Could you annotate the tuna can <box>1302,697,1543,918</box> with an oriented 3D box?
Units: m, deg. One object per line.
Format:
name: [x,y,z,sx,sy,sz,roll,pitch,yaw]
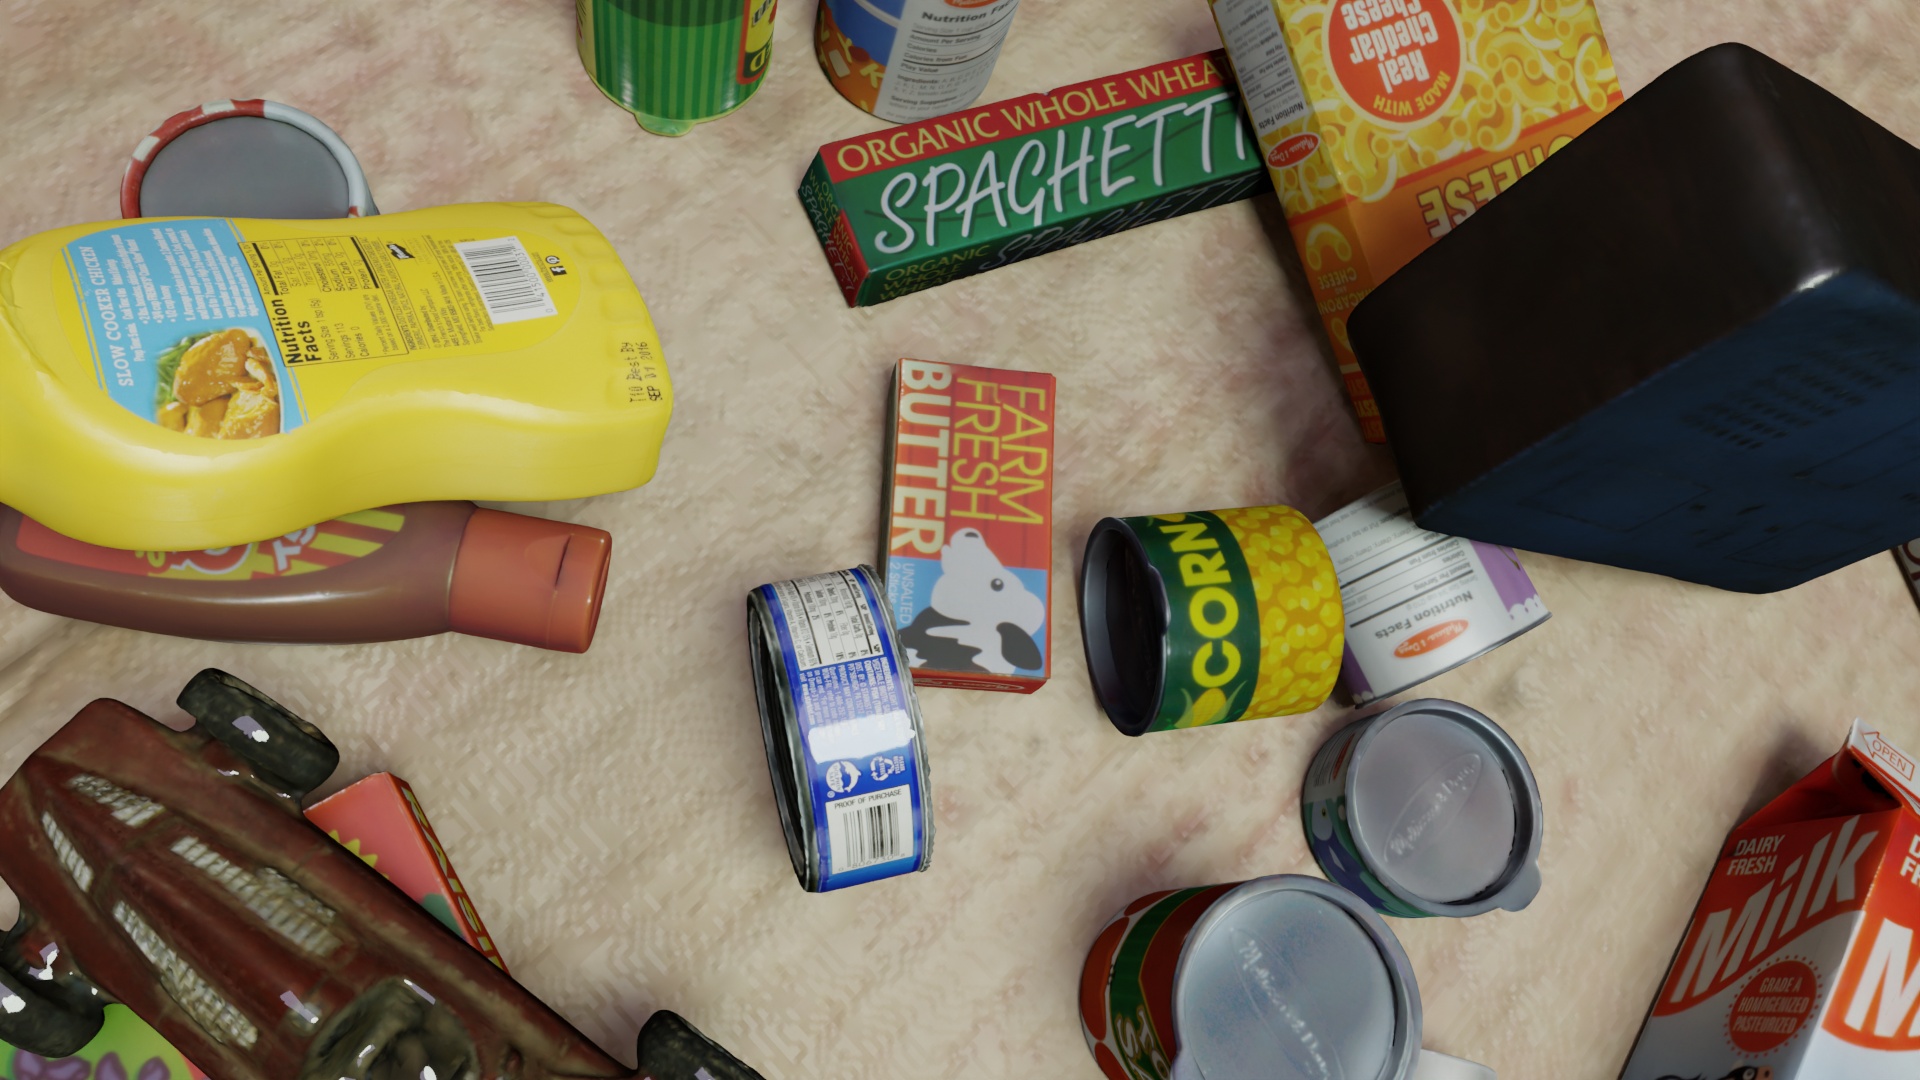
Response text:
tuna can: [0.146,0.087,0.436,0.071,0.032,0.071,4,73,-11]

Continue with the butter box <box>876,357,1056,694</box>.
butter box: [0.002,-0.005,0.437,0.053,0.024,0.104,6,72,-10]

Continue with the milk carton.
milk carton: [0.269,0.149,0.423,0.072,0.073,0.191,38,69,1]

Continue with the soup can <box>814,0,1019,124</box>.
soup can: [-0.013,-0.191,0.459,0.071,0.083,0.071,4,73,-12]

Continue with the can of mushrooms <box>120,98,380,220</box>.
can of mushrooms: [-0.210,-0.093,0.412,0.071,0.033,0.071,4,73,-12]

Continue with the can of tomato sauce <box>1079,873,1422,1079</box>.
can of tomato sauce: [0.074,0.129,0.380,0.071,0.083,0.071,3,73,-11]

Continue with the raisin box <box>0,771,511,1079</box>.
raisin box: [-0.181,0.126,0.348,0.124,0.040,0.086,-28,82,-18]

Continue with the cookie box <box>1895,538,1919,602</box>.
cookie box: [0.422,0.019,0.516,0.123,0.040,0.167,-14,78,-16]

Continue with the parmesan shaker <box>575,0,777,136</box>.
parmesan shaker: [-0.087,-0.183,0.429,0.071,0.102,0.071,4,73,-12]

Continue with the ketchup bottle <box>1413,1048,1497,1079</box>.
ketchup bottle: [0.121,0.219,0.383,0.065,0.043,0.149,24,69,-20]

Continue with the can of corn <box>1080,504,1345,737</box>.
can of corn: [0.075,0.023,0.420,0.058,0.071,0.071,-5,75,-15]

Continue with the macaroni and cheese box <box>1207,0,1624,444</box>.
macaroni and cheese box: [0.172,-0.132,0.481,0.124,0.040,0.166,-24,97,-17]

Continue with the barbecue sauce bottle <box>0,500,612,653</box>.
barbecue sauce bottle: [-0.175,0.001,0.385,0.149,0.043,0.065,11,60,-9]

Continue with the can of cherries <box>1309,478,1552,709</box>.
can of cherries: [0.142,0.014,0.443,0.072,0.071,0.058,-23,79,-18]

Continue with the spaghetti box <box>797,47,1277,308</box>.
spaghetti box: [0.069,-0.139,0.491,0.251,0.028,0.050,-19,79,-17]
